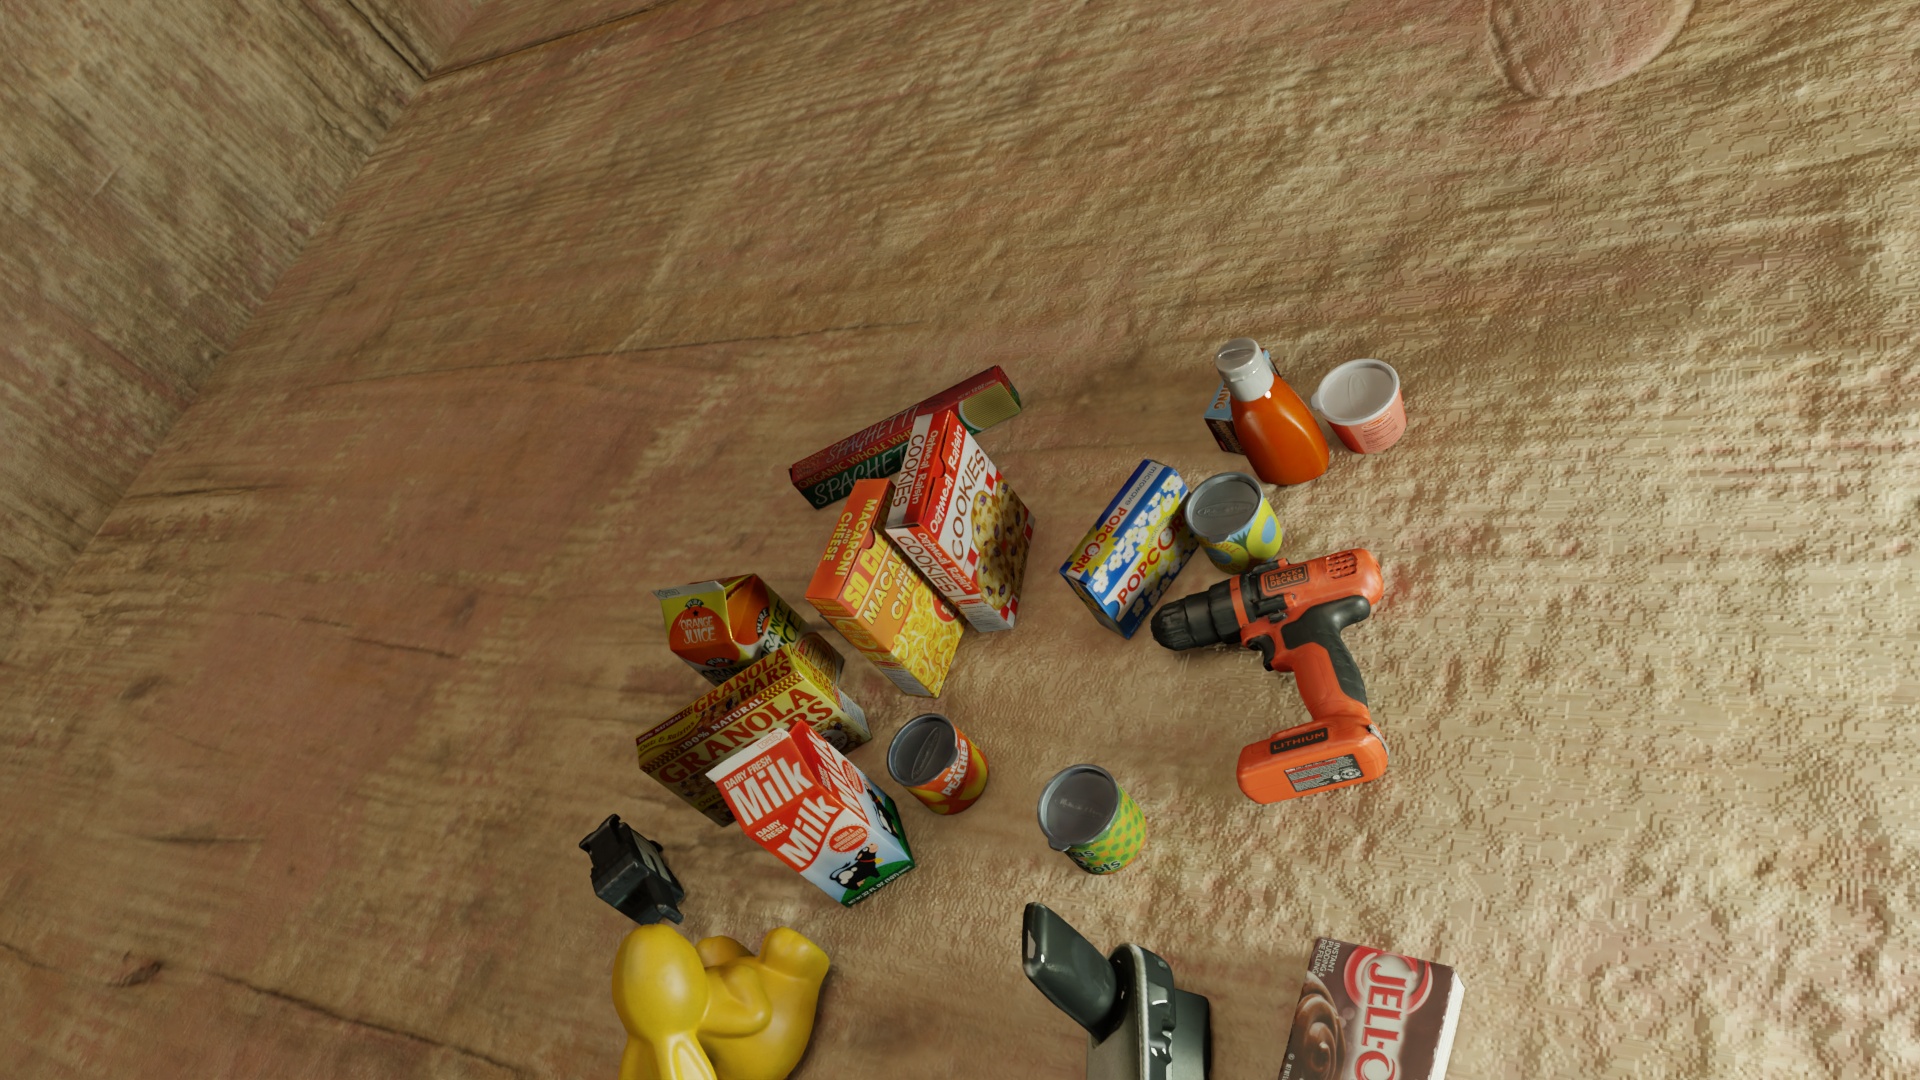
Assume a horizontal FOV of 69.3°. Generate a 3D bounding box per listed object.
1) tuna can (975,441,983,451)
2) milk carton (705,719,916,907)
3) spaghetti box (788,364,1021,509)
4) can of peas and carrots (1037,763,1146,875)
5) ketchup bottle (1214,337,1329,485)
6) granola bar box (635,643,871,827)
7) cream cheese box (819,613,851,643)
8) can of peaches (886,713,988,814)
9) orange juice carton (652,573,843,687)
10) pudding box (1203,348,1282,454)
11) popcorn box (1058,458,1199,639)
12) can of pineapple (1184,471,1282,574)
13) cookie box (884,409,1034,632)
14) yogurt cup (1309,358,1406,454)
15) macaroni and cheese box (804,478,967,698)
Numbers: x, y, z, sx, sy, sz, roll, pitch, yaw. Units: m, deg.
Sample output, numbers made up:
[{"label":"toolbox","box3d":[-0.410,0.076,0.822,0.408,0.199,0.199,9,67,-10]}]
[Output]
[{"label":"tuna can","box3d":[-0.002,-0.064,1.361,0.071,0.032,0.071,-19,47,21]},{"label":"milk carton","box3d":[-0.118,0.210,1.099,0.072,0.190,0.074,-33,43,8]},{"label":"spaghetti box","box3d":[-0.059,-0.103,1.419,0.250,0.050,0.029,-25,45,16]},{"label":"can of peas and carrots","box3d":[0.099,0.212,1.043,0.071,0.058,0.071,-19,47,21]},{"label":"ketchup bottle","box3d":[0.250,-0.104,1.134,0.064,0.148,0.044,-7,52,31]},{"label":"granola bar box","box3d":[-0.181,0.173,1.221,0.165,0.124,0.039,-32,44,9]},{"label":"cream cheese box","box3d":[-0.101,0.042,1.326,0.024,0.053,0.104,-10,50,29]},{"label":"can of peaches","box3d":[-0.017,0.186,1.145,0.071,0.058,0.071,-19,47,21]},{"label":"orange juice carton","box3d":[-0.191,0.091,1.245,0.071,0.192,0.073,-9,51,29]},{"label":"pudding box","box3d":[0.250,-0.124,1.223,0.030,0.049,0.084,11,62,40]},{"label":"popcorn box","box3d":[0.148,0.007,1.160,0.038,0.085,0.127,26,73,45]},{"label":"can of pineapple","box3d":[0.224,-0.012,1.143,0.071,0.057,0.071,-19,47,21]},{"label":"cookie box","box3d":[0.004,-0.015,1.217,0.040,0.167,0.123,-9,51,30]},{"label":"yogurt cup","box3d":[0.335,-0.108,1.149,0.072,0.053,0.073,-19,47,21]},{"label":"macaroni and cheese box","box3d":[-0.054,0.043,1.210,0.040,0.166,0.124,0,56,35]}]
